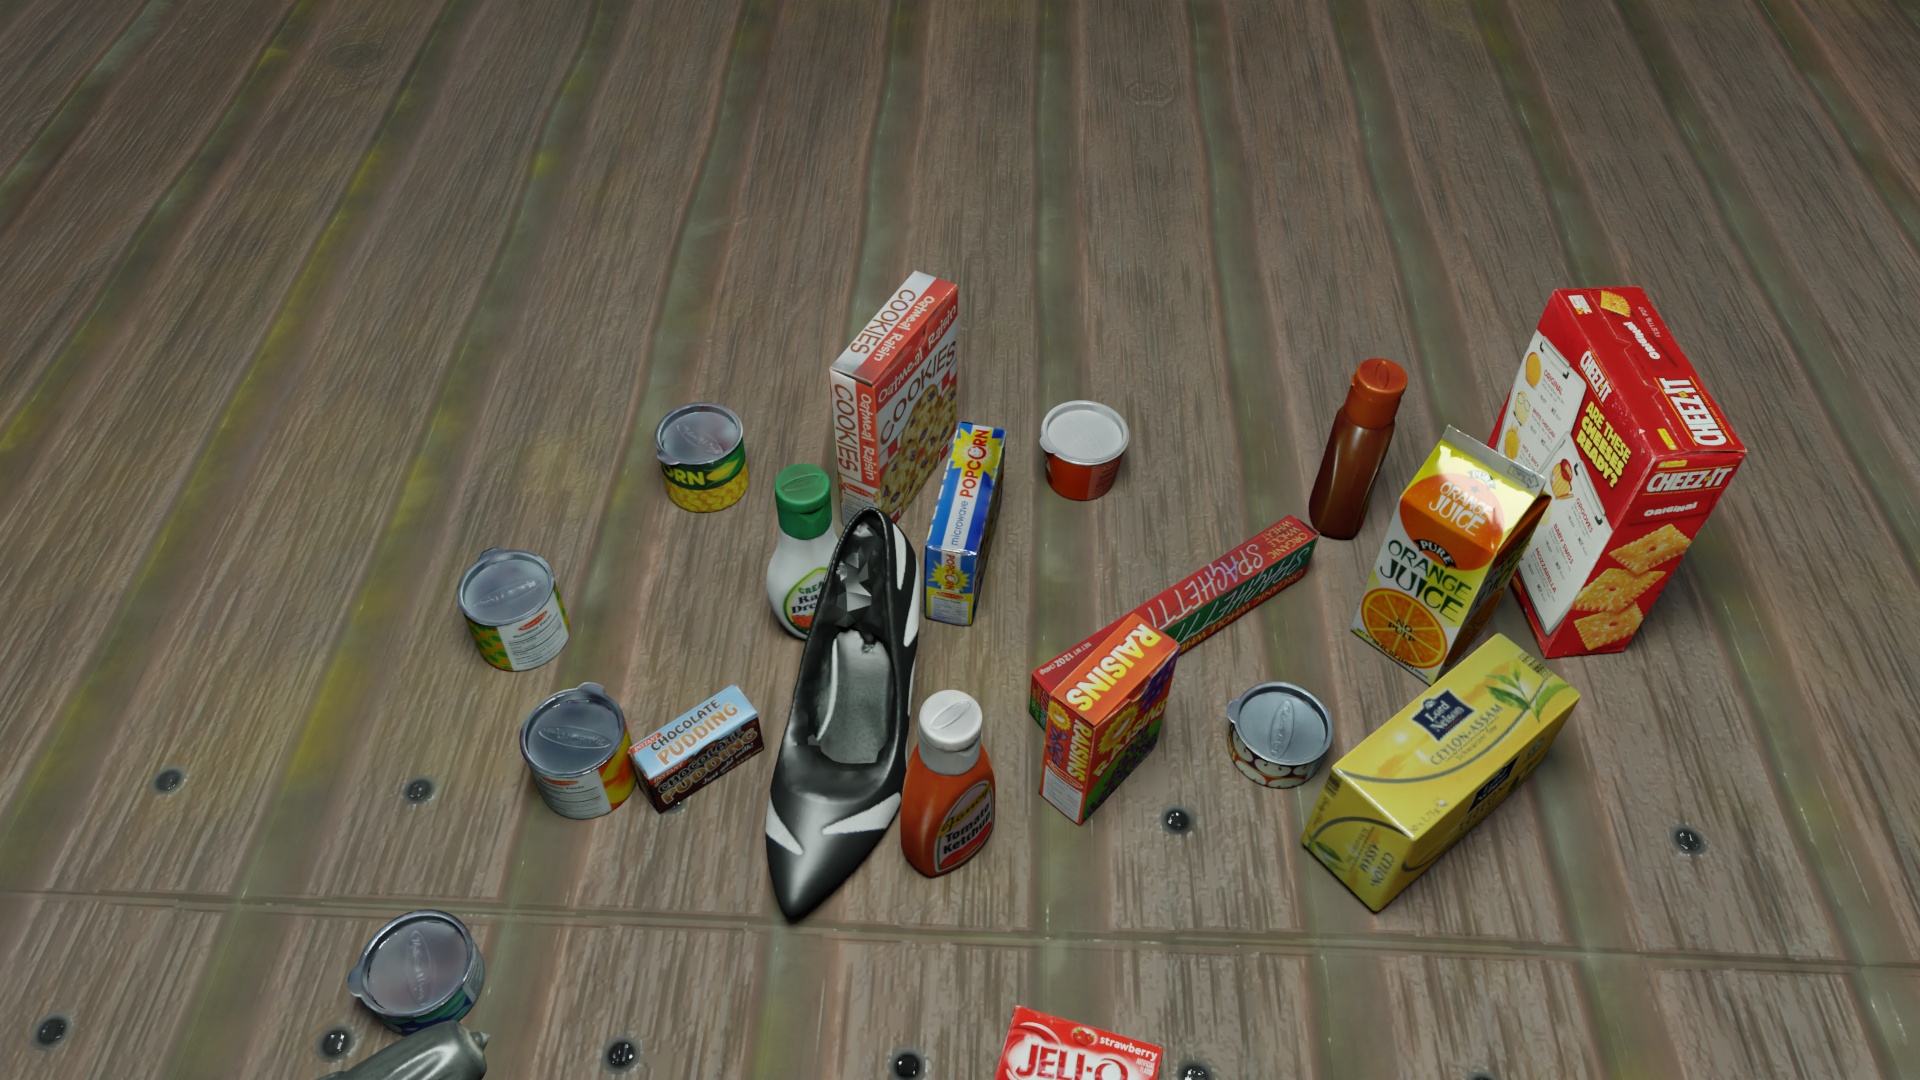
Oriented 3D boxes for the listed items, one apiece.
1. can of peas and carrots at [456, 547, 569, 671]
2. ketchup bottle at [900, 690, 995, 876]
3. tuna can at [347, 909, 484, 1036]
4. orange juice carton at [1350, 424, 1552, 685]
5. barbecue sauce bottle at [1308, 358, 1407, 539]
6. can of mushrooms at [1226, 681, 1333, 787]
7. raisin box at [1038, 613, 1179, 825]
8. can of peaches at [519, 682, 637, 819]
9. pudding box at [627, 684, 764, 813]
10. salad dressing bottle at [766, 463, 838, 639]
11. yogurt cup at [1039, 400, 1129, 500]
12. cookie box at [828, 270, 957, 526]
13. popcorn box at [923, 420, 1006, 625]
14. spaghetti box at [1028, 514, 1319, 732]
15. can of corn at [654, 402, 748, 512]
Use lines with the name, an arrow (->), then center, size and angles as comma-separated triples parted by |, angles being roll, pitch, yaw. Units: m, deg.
can of peas and carrots -> -0.315, 0.048, 0.980 | 0.071, 0.058, 0.071 | 1, 50, -1
ketchup bottle -> -0.007, 0.146, 0.845 | 0.065, 0.148, 0.043 | -34, 58, -26
tuna can -> -0.320, 0.256, 0.820 | 0.071, 0.032, 0.071 | 1, 50, -1
orange juice carton -> 0.334, 0.005, 0.942 | 0.072, 0.191, 0.073 | 38, 59, 27
barbecue sauce bottle -> 0.295, -0.070, 1.034 | 0.044, 0.147, 0.065 | 11, 51, 8
can of mushrooms -> 0.213, 0.130, 0.937 | 0.071, 0.033, 0.071 | 1, 50, -1
raisin box -> 0.093, 0.116, 0.889 | 0.040, 0.122, 0.086 | 36, 58, 26
can of peaches -> -0.246, 0.138, 0.906 | 0.071, 0.057, 0.071 | 1, 50, -1
pudding box -> -0.173, 0.136, 0.914 | 0.084, 0.049, 0.030 | -31, 57, -24
salad dressing bottle -> -0.105, 0.009, 0.959 | 0.064, 0.146, 0.044 | -18, 53, -16
yogurt cup -> 0.096, -0.068, 1.090 | 0.072, 0.053, 0.073 | 1, 50, -1
cookie box -> -0.046, -0.099, 1.039 | 0.040, 0.166, 0.123 | 22, 53, 17
popcorn box -> 0.004, -0.013, 1.021 | 0.038, 0.084, 0.127 | 9, 50, 6
spaghetti box -> 0.154, 0.057, 0.988 | 0.251, 0.050, 0.029 | -29, 56, -23
can of corn -> -0.201, -0.062, 1.076 | 0.071, 0.058, 0.071 | 1, 50, -1
